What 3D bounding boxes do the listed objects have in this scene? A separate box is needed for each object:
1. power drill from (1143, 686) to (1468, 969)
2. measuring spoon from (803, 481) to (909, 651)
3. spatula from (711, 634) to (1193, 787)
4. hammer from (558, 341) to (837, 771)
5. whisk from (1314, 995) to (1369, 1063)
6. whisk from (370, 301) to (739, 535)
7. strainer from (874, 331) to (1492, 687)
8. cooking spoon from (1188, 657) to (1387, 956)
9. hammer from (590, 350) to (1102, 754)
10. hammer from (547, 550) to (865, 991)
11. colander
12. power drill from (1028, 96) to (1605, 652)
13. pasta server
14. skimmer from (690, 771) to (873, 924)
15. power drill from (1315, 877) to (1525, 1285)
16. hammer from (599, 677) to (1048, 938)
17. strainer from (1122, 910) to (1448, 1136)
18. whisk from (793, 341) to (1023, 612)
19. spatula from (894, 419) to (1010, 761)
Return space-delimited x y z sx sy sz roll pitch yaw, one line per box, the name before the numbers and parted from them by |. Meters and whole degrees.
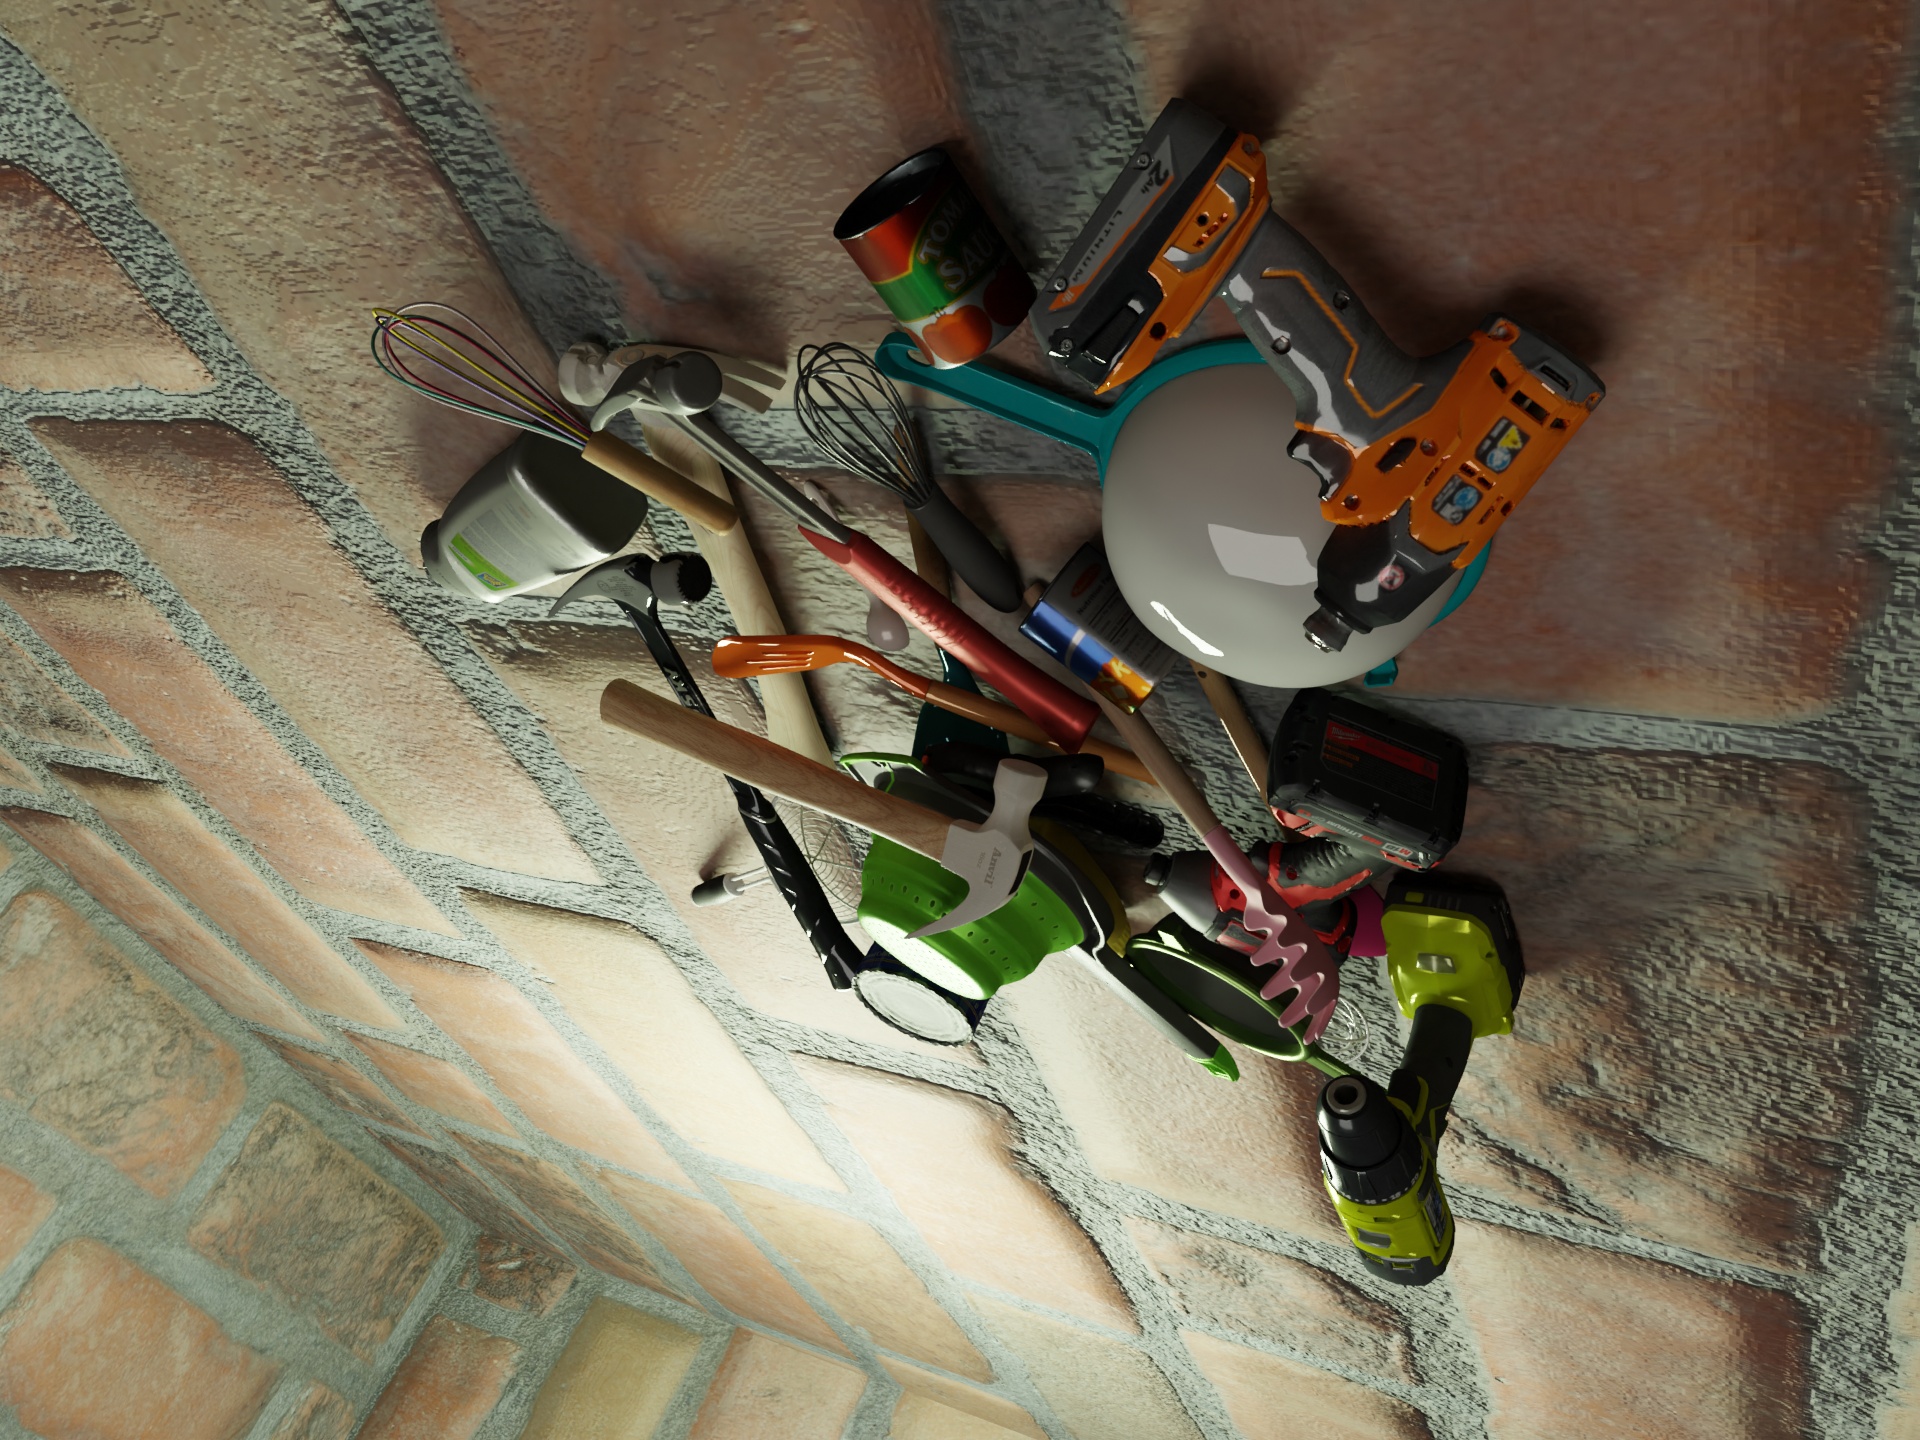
power drill | 0.209 0.080 0.995 0.143 0.079 0.219 22 144 -1
measuring spoon | -0.071 -0.095 1.014 0.034 0.018 0.124 -6 118 58
spatula | -0.002 -0.003 1.034 0.322 0.041 0.081 20 162 -5
hammer | -0.139 -0.083 1.097 0.146 0.038 0.410 12 144 22
whisk | 0.198 0.209 1.241 0.246 0.058 0.059 17 111 24
whisk | -0.245 -0.180 0.963 0.245 0.051 0.047 30 141 -12
strainer | 0.098 -0.109 0.825 0.340 0.095 0.210 23 147 6
cooking spoon | 0.214 0.064 1.046 0.069 0.017 0.318 -3 136 36
hammer | -0.055 -0.090 0.949 0.358 0.037 0.149 37 165 -25
hammer | -0.163 0.052 1.174 0.149 0.036 0.408 1 129 37
colander | 0.052 0.176 1.127 0.396 0.094 0.204 42 160 -23
power drill | 0.142 -0.143 0.697 0.226 0.084 0.164 34 105 -6
pasta server | 0.127 0.048 0.945 0.316 0.040 0.060 55 165 13
skimmer | -0.156 0.127 1.393 0.127 0.090 0.363 66 154 0
power drill | 0.285 0.215 1.003 0.080 0.229 0.190 4 140 33
hammer | -0.104 0.042 1.042 0.331 0.031 0.130 20 105 25
strainer | 0.243 0.203 1.134 0.256 0.069 0.151 31 162 5
whisk | -0.023 -0.131 0.911 0.055 0.055 0.238 3 152 34
spatula | -0.014 -0.060 1.025 0.082 0.044 0.317 8 141 16
